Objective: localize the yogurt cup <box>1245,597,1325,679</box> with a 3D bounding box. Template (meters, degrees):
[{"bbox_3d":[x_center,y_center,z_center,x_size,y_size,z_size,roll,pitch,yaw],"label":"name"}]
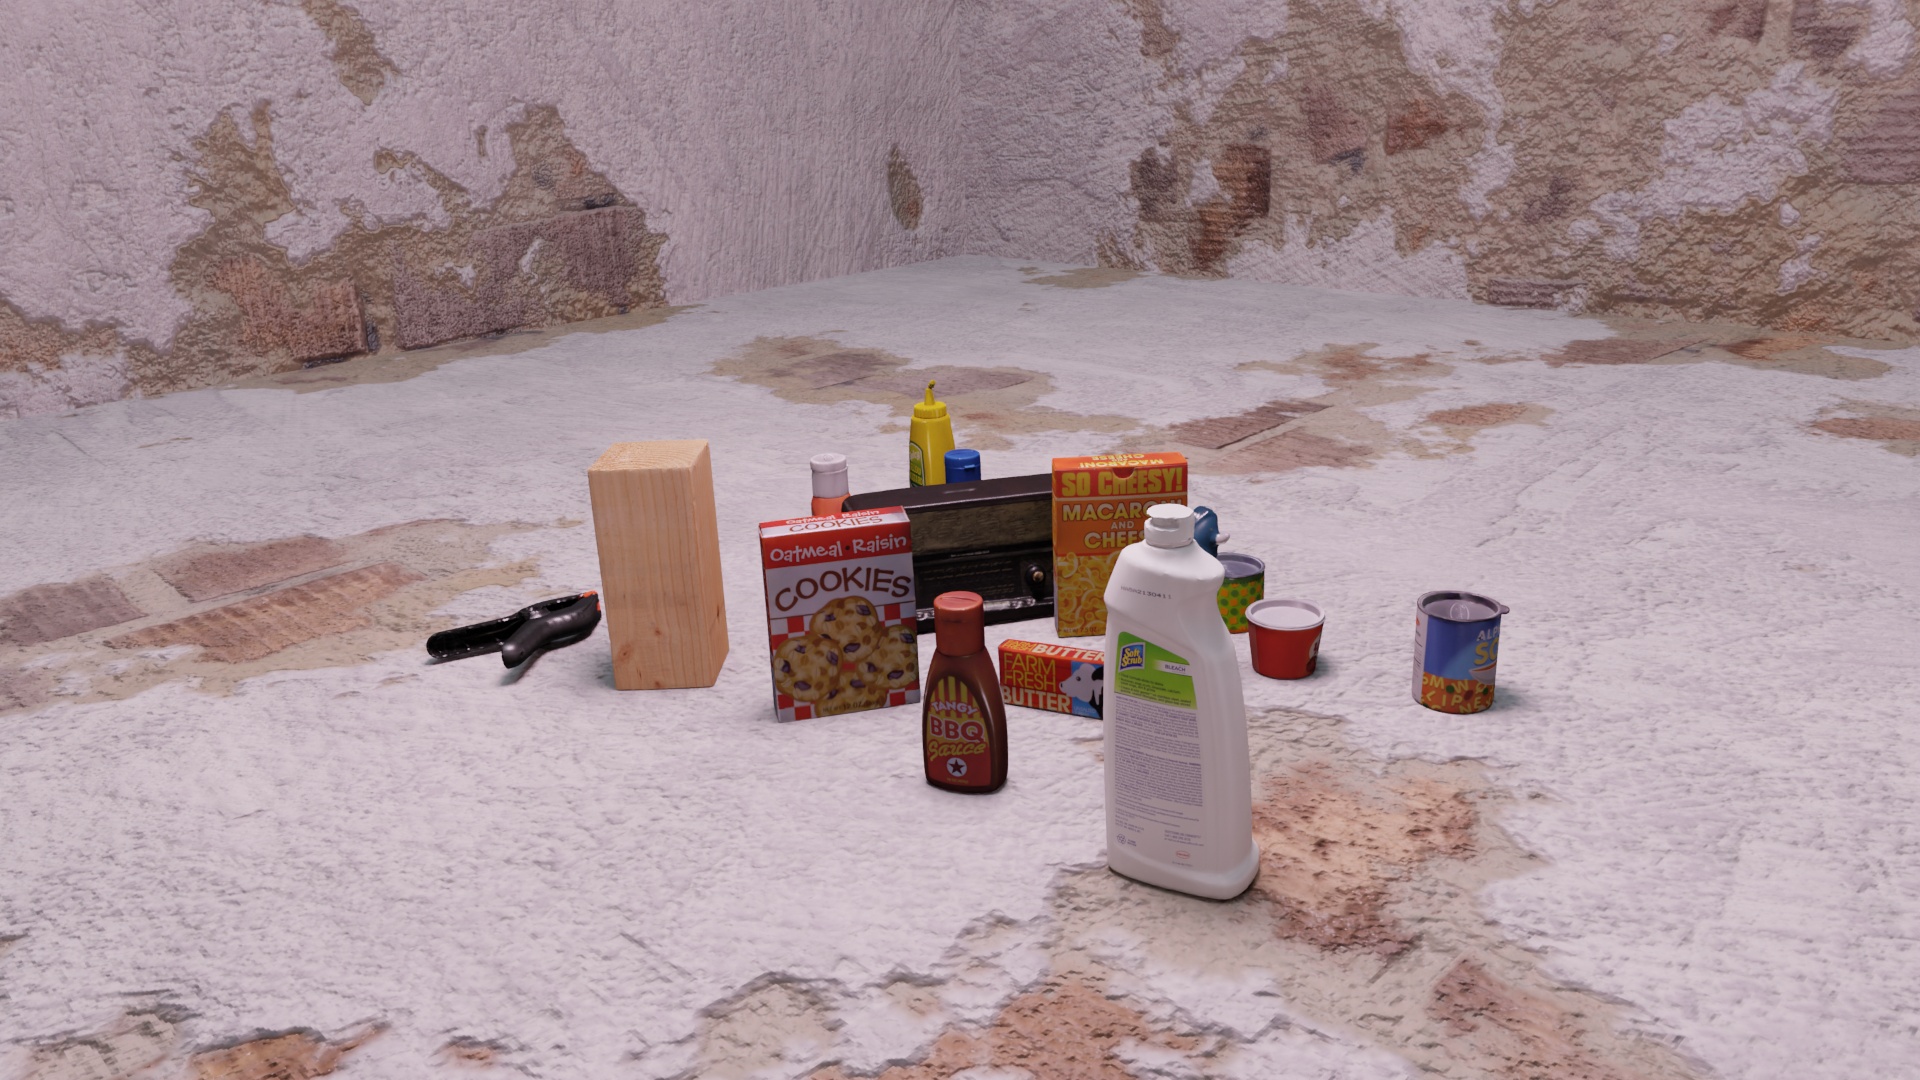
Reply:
[{"bbox_3d":[0.284,0.087,1.215,0.072,0.053,0.072,-2,19,1],"label":"yogurt cup"}]

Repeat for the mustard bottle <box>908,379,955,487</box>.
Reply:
[{"bbox_3d":[-0.036,-0.116,1.678,0.049,0.159,0.065,-12,21,-25],"label":"mustard bottle"}]

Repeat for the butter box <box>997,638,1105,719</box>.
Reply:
[{"bbox_3d":[0.082,0.115,1.159,0.103,0.053,0.024,7,21,25],"label":"butter box"}]

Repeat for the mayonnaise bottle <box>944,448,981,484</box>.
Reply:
[{"bbox_3d":[0.005,-0.018,1.408,0.065,0.147,0.041,-10,20,-21],"label":"mayonnaise bottle"}]

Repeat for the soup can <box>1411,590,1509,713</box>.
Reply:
[{"bbox_3d":[0.410,0.091,1.140,0.071,0.083,0.071,-2,19,1],"label":"soup can"}]

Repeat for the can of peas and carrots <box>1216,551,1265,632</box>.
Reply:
[{"bbox_3d":[0.253,0.050,1.318,0.071,0.058,0.071,-2,19,1],"label":"can of peas and carrots"}]

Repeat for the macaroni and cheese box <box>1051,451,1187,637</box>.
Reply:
[{"bbox_3d":[0.149,0.005,1.298,0.124,0.165,0.040,-3,19,-2],"label":"macaroni and cheese box"}]

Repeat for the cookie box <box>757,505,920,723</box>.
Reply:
[{"bbox_3d":[-0.101,0.061,1.164,0.123,0.166,0.040,-7,19,-12],"label":"cookie box"}]

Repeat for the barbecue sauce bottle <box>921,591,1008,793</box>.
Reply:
[{"bbox_3d":[0.002,0.112,1.032,0.065,0.148,0.044,4,20,20],"label":"barbecue sauce bottle"}]

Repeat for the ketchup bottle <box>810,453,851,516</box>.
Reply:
[{"bbox_3d":[-0.128,-0.013,1.410,0.043,0.148,0.065,-7,19,-13],"label":"ketchup bottle"}]
